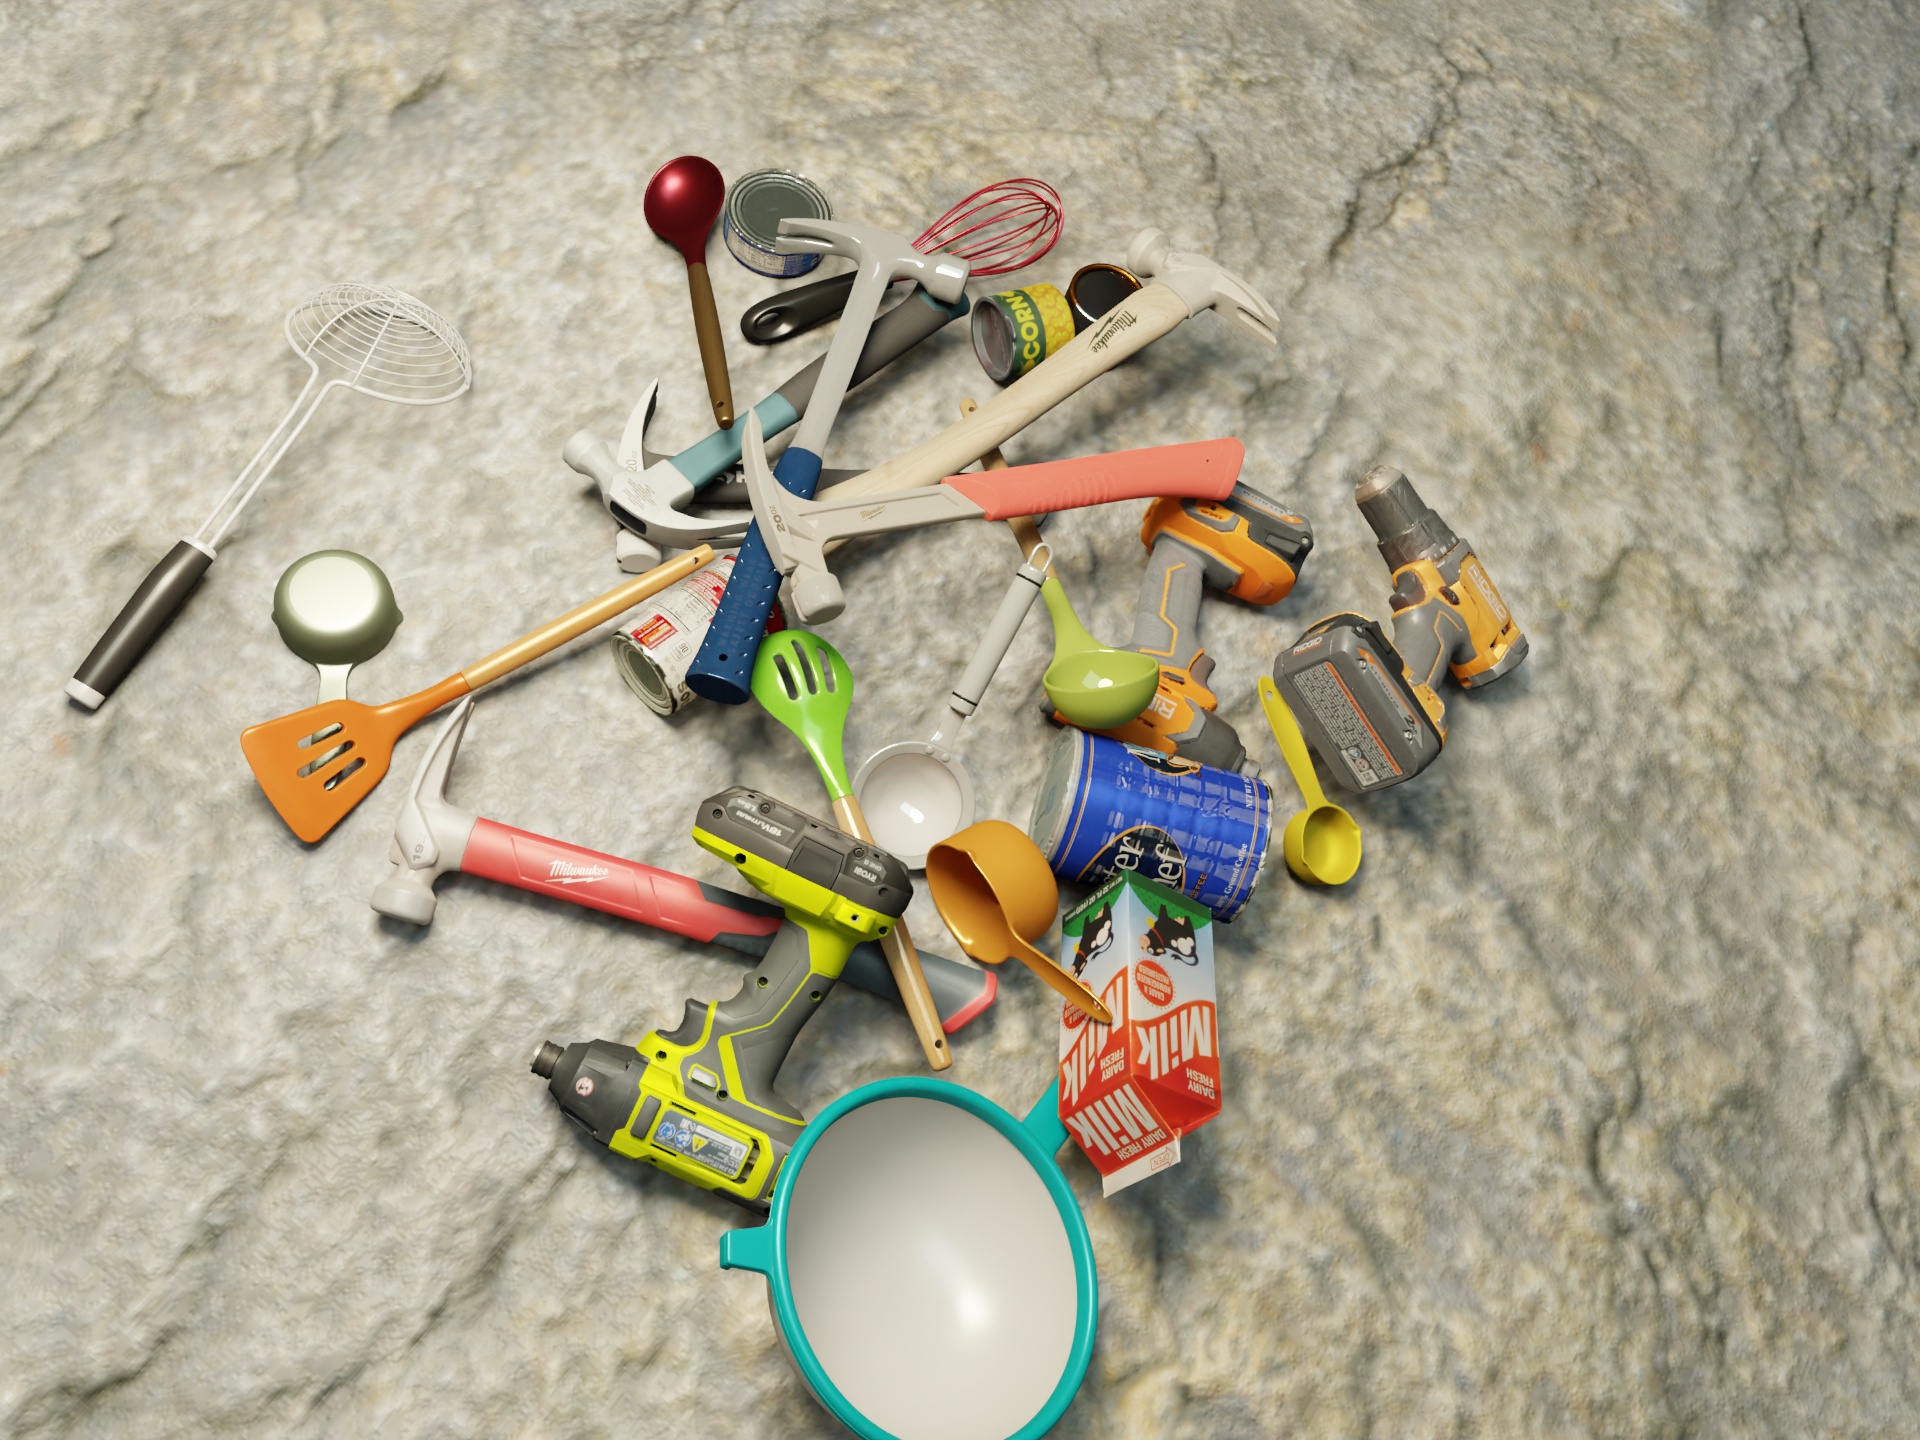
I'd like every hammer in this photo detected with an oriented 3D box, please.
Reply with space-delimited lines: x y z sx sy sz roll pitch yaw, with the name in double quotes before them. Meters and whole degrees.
"hammer" -0.159 0.106 1.008 0.386 0.038 0.143 17 75 -7
"hammer" -0.110 -0.192 1.096 0.144 0.035 0.406 18 61 -3
"hammer" 0.034 -0.164 1.088 0.359 0.036 0.149 -12 72 -23
"hammer" -0.087 -0.177 1.176 0.334 0.035 0.146 0 66 -14
"hammer" -0.119 -0.235 1.157 0.128 0.033 0.331 45 63 9
"hammer" 0.045 -0.222 1.157 0.410 0.038 0.146 -36 59 -18

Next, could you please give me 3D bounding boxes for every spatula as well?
"spatula" -0.299 -0.036 1.034 0.322 0.041 0.081 -31 106 -18

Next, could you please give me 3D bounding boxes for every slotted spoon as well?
"slotted spoon" -0.064 0.073 1.016 0.070 0.031 0.314 -13 70 -24

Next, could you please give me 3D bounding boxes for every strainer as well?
"strainer" -0.002 -0.003 1.065 0.086 0.050 0.258 28 93 -12
"strainer" 0.002 0.291 0.953 0.211 0.095 0.340 48 42 2

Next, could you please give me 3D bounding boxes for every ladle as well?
"ladle" -0.191 -0.319 1.178 0.069 0.031 0.316 -22 51 9
"ladle" 0.055 -0.123 1.118 0.078 0.062 0.320 -14 57 -12

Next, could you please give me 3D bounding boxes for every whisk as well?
"whisk" -0.043 -0.363 1.266 0.296 0.073 0.073 -27 74 -18

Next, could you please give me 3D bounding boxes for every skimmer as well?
"skimmer" -0.467 -0.154 1.073 0.127 0.090 0.363 30 72 -2

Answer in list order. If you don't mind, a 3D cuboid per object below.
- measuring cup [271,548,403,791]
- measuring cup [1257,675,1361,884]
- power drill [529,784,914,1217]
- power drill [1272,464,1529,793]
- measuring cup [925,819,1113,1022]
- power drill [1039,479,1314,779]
"measuring cup" -0.406 -0.037 1.025 0.083 0.038 0.168 0 63 -14
"measuring cup" 0.237 0.043 1.130 0.062 0.029 0.156 -21 89 -32
"power drill" -0.138 0.158 0.944 0.171 0.080 0.223 25 86 -2
"power drill" 0.317 -0.074 1.164 0.226 0.084 0.185 -40 98 -40
"measuring cup" 0.051 0.128 1.011 0.052 0.095 0.174 -29 47 -30
"power drill" 0.175 -0.062 1.163 0.164 0.084 0.227 29 66 0
